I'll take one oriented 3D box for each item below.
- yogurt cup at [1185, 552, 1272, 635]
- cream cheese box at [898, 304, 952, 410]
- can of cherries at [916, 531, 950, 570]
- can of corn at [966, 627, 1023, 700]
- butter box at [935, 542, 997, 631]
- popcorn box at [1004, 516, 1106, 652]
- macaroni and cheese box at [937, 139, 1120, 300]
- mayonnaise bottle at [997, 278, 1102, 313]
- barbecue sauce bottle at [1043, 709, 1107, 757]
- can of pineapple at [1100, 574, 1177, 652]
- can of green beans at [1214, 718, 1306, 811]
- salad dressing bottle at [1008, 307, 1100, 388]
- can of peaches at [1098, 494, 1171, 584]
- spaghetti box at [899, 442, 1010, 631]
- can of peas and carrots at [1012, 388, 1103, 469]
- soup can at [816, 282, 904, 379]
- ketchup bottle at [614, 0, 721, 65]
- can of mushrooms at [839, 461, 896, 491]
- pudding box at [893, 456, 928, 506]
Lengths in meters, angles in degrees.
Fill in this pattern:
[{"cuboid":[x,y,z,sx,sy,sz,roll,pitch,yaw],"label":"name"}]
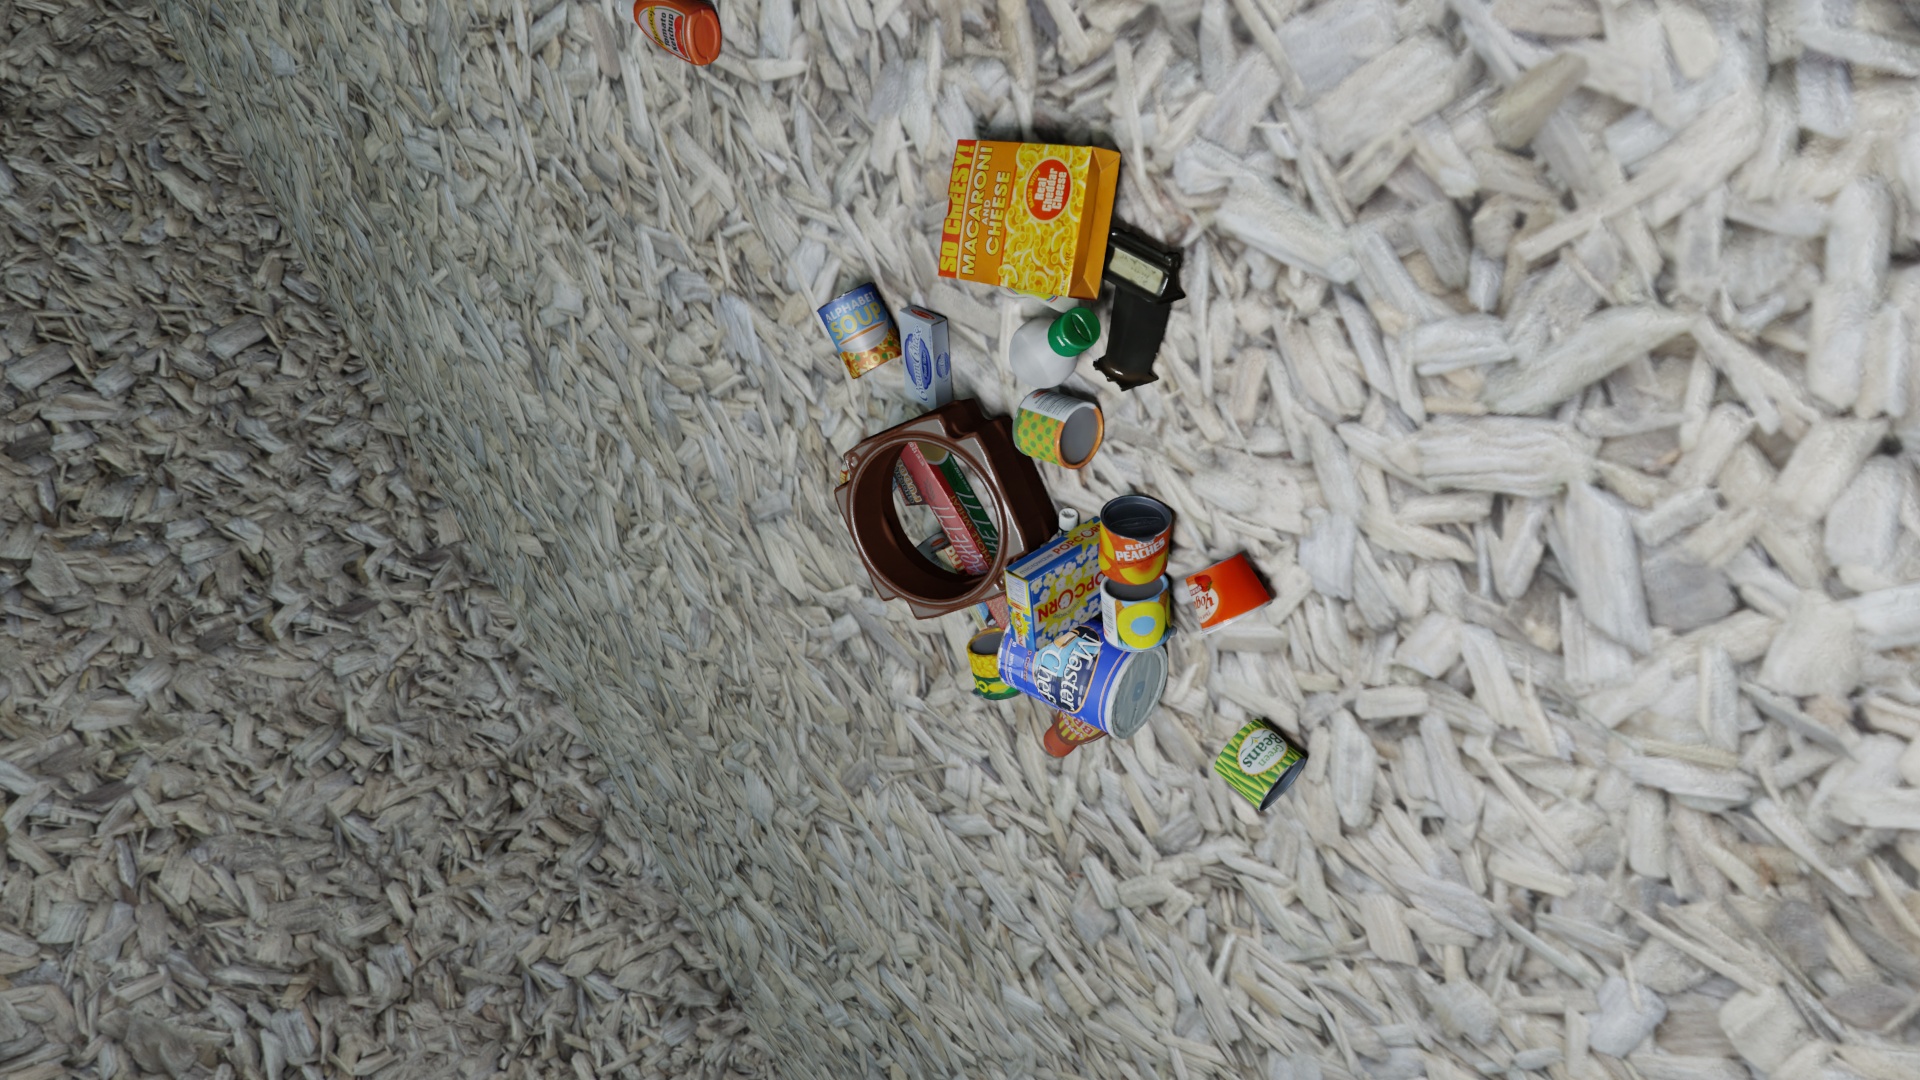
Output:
[{"cuboid":[0.236,0.046,1.236,0.072,0.073,0.054,-33,80,58],"label":"yogurt cup"},{"cuboid":[-0.036,-0.190,1.448,0.053,0.024,0.103,31,138,39],"label":"cream cheese box"},{"cuboid":[-0.026,0.034,1.579,0.058,0.072,0.071,48,146,14],"label":"can of cherries"},{"cuboid":[0.042,0.139,1.569,0.071,0.071,0.058,15,127,48],"label":"can of corn"},{"cuboid":[0.020,0.043,1.536,0.103,0.053,0.024,60,150,-1],"label":"butter box"},{"cuboid":[0.103,0.042,1.354,0.038,0.127,0.084,28,137,43],"label":"popcorn box"},{"cuboid":[0.054,-0.278,1.194,0.166,0.040,0.123,20,105,45],"label":"macaroni and cheese box"},{"cuboid":[0.062,-0.245,1.253,0.148,0.041,0.064,21,127,44],"label":"mayonnaise bottle"},{"cuboid":[0.133,0.193,1.515,0.065,0.044,0.147,50,147,12],"label":"barbecue sauce bottle"},{"cuboid":[0.171,0.065,1.339,0.071,0.071,0.057,25,134,42],"label":"can of pineapple"},{"cuboid":[0.281,0.210,1.305,0.058,0.071,0.070,42,144,26],"label":"can of green beans"},{"cuboid":[0.084,-0.174,1.238,0.064,0.044,0.147,58,167,-4],"label":"salad dressing bottle"},{"cuboid":[0.162,0.001,1.293,0.071,0.071,0.057,33,140,35],"label":"can of peaches"},{"cuboid":[0.005,-0.019,1.504,0.028,0.050,0.250,-29,92,36],"label":"spaghetti box"},{"cuboid":[0.093,-0.103,1.306,0.059,0.071,0.070,23,133,42],"label":"can of peas and carrots"},{"cuboid":[-0.104,-0.222,1.473,0.071,0.071,0.083,-18,102,57],"label":"soup can"},{"cuboid":[-0.319,-0.566,1.508,0.149,0.044,0.064,34,140,35],"label":"ketchup bottle"},{"cuboid":[-0.106,-0.073,1.595,0.033,0.071,0.070,33,140,37],"label":"can of mushrooms"},{"cuboid":[-0.054,-0.082,1.556,0.049,0.030,0.083,0,115,55],"label":"pudding box"}]
